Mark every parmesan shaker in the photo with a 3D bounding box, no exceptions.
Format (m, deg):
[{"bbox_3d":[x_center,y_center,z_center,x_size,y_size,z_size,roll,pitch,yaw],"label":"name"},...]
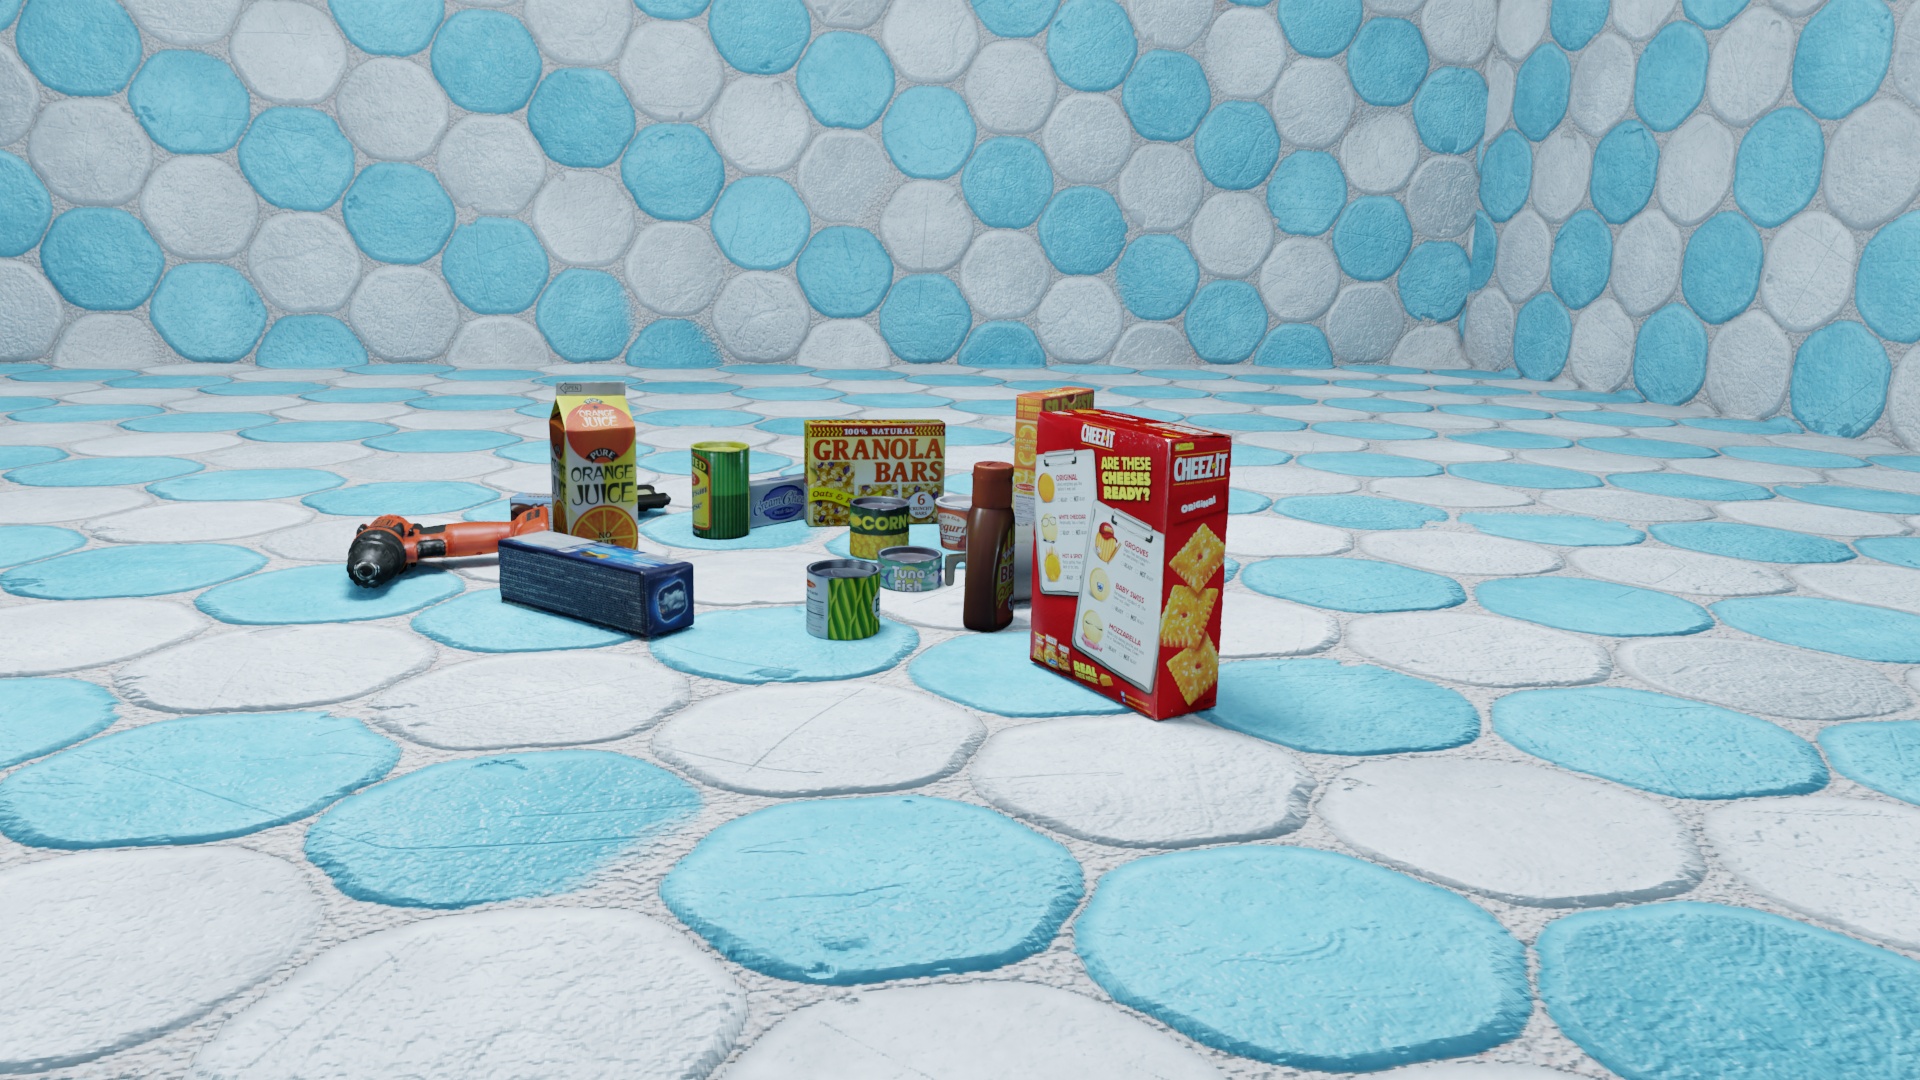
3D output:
[{"bbox_3d":[-0.271,-0.057,1.576,0.071,0.102,0.071,1,13,0],"label":"parmesan shaker"}]

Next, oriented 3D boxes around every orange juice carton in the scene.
[{"bbox_3d":[-0.371,-0.065,1.404,0.072,0.192,0.073,-5,14,-28],"label":"orange juice carton"}]

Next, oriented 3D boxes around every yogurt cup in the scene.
[{"bbox_3d":[0.006,-0.020,1.556,0.072,0.053,0.072,2,13,0],"label":"yogurt cup"}]

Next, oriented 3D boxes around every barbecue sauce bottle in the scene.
[{"bbox_3d":[0.027,0.004,1.252,0.043,0.148,0.065,6,13,18],"label":"barbecue sauce bottle"}]

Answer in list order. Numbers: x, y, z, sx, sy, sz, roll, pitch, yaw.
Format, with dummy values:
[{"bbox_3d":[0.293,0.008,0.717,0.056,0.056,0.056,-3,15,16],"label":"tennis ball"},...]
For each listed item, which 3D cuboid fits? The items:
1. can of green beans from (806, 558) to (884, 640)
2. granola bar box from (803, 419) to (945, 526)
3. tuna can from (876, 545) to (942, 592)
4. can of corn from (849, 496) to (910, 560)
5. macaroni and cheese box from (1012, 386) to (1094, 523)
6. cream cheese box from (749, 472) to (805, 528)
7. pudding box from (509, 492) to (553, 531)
[{"bbox_3d":[-0.104,0.052,1.230,0.071,0.057,0.071,2,13,0],"label":"can of green beans"},{"bbox_3d":[-0.102,-0.082,1.655,0.166,0.124,0.039,-2,13,-14],"label":"granola bar box"},{"bbox_3d":[-0.051,0.029,1.390,0.071,0.032,0.071,2,13,0],"label":"tuna can"},{"bbox_3d":[-0.087,-0.013,1.509,0.071,0.058,0.071,2,13,0],"label":"can of corn"},{"bbox_3d":[0.111,-0.093,1.636,0.040,0.166,0.124,10,15,33],"label":"macaroni and cheese box"},{"bbox_3d":[-0.218,-0.048,1.653,0.024,0.053,0.104,13,17,42],"label":"cream cheese box"},{"bbox_3d":[-0.453,-0.026,1.538,0.084,0.049,0.030,3,13,5],"label":"pudding box"}]
